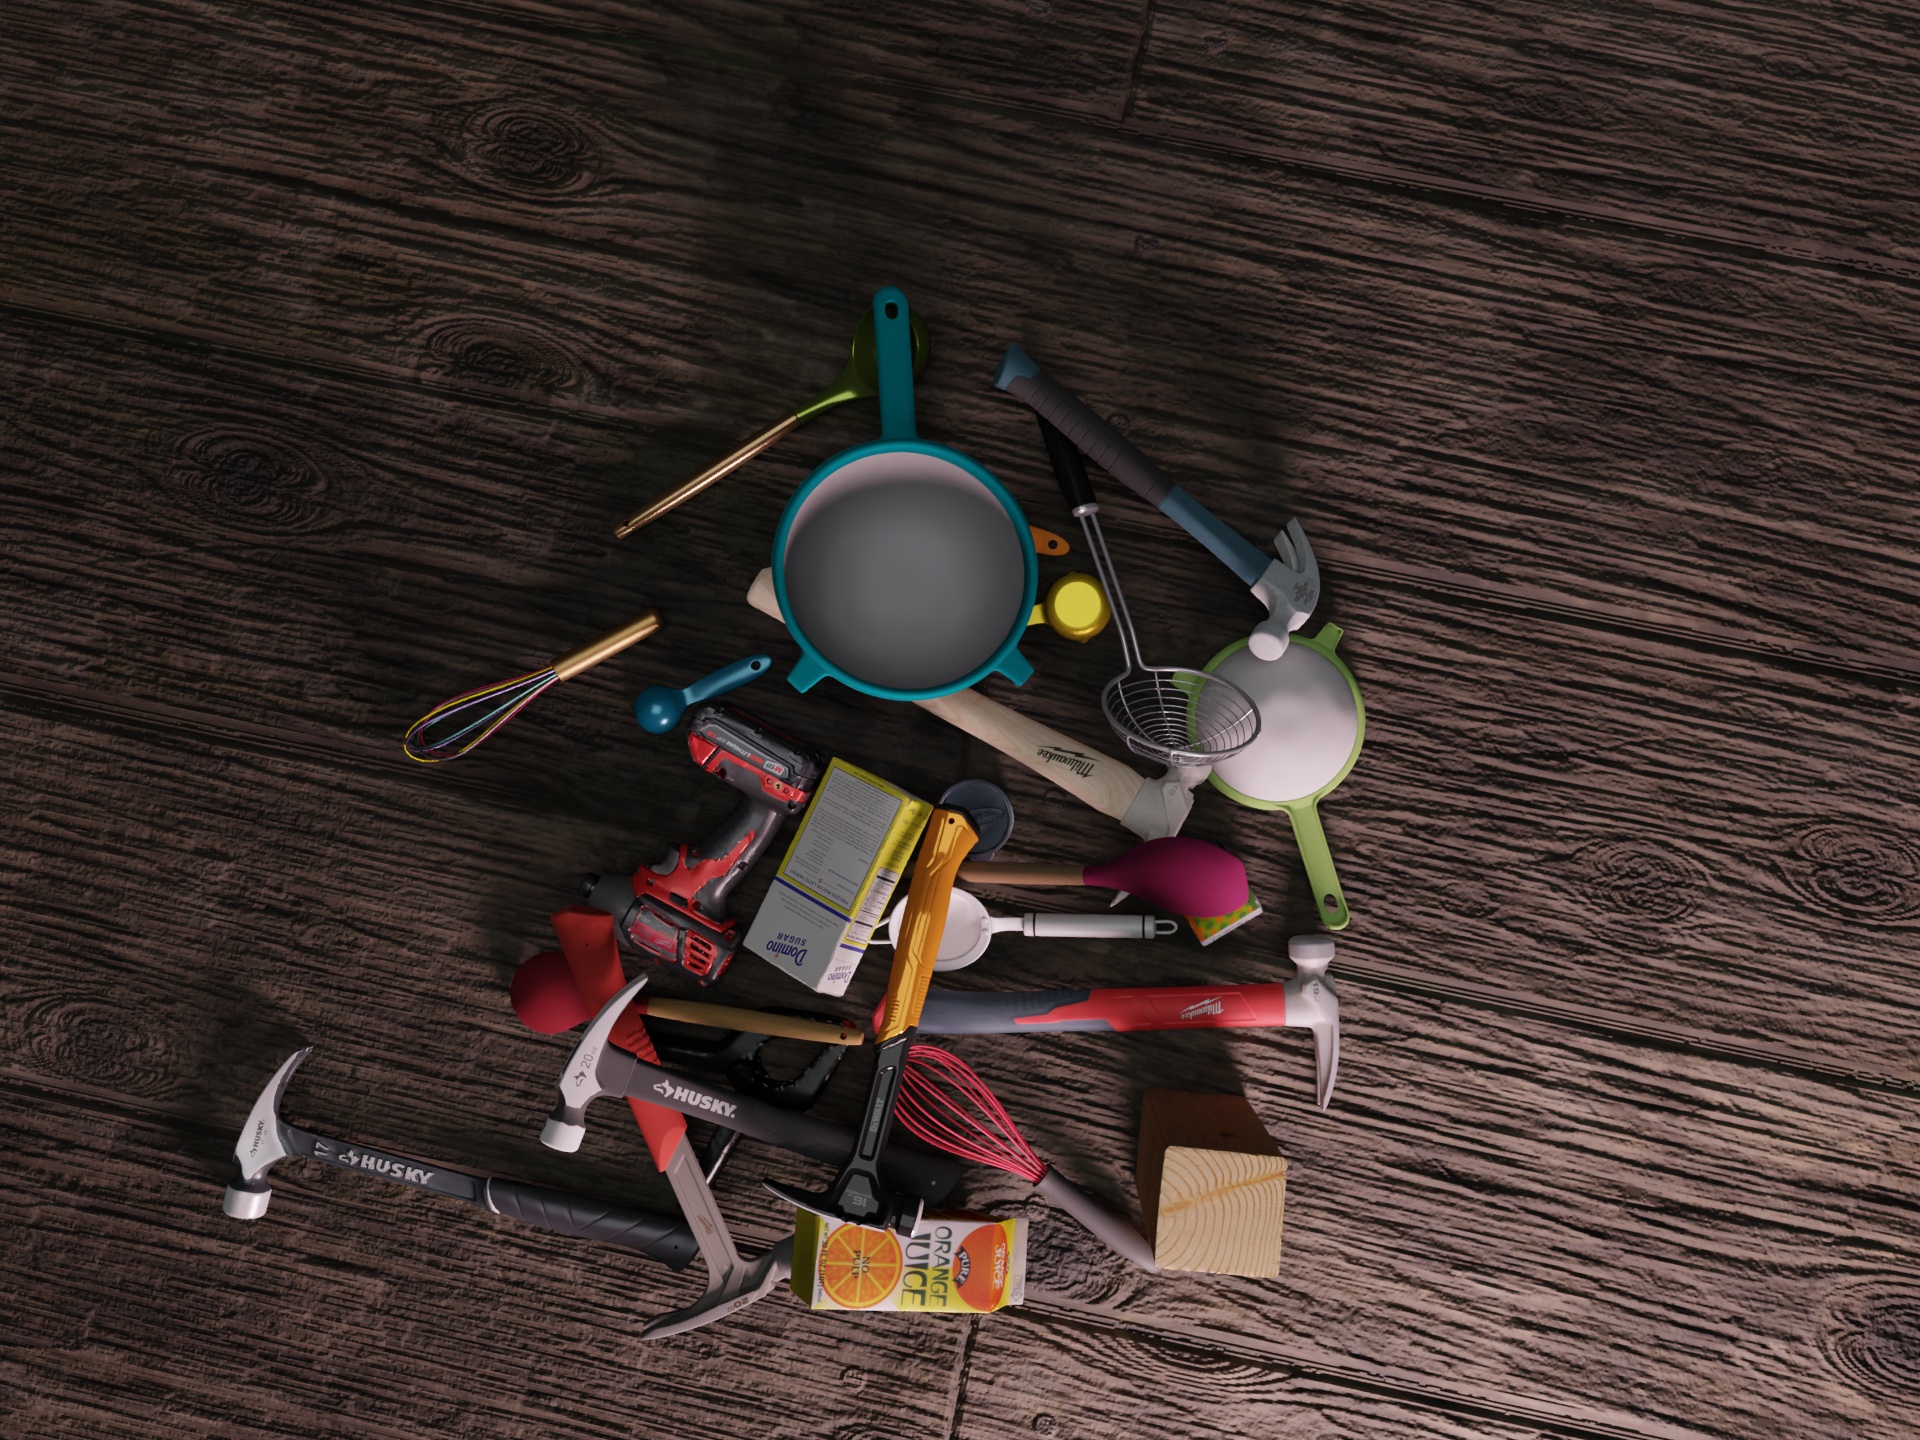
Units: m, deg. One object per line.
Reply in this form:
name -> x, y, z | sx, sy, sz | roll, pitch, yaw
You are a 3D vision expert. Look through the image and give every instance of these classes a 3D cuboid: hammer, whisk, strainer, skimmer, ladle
hammer -> -0.054, 0.227, 1.266 | 0.127, 0.034, 0.337 | 15, 78, 2
whisk -> 0.052, 0.367, 1.323 | 0.296, 0.073, 0.073 | 38, 90, -3
hammer -> -0.413, 0.393, 1.352 | 0.409, 0.036, 0.149 | 14, 88, 2
strainer -> -0.053, -0.177, 1.297 | 0.211, 0.095, 0.340 | -2, 81, -10
hammer -> 0.120, 0.258, 1.332 | 0.386, 0.038, 0.143 | -2, 90, 2
skimmer -> 0.135, -0.128, 1.292 | 0.127, 0.090, 0.363 | -12, 77, -26
hammer -> -0.154, 0.319, 1.285 | 0.334, 0.035, 0.146 | 22, 83, -13
hammer -> -0.002, -0.004, 1.325 | 0.410, 0.038, 0.146 | 30, 71, 6
hammer -> 0.158, -0.193, 1.304 | 0.331, 0.033, 0.128 | 40, 52, 1
strainer -> 0.050, 0.169, 1.322 | 0.258, 0.050, 0.086 | 0, 118, 8
ladle -> -0.234, 0.243, 1.327 | 0.315, 0.031, 0.069 | 6, 82, 10
strainer -> 0.279, 0.050, 1.314 | 0.151, 0.069, 0.256 | -16, 87, 2
ladle -> -0.164, -0.247, 1.347 | 0.320, 0.062, 0.078 | -32, 74, 4
whisk -> -0.364, -0.030, 1.361 | 0.245, 0.051, 0.047 | -28, 109, -3
hammer -> -0.258, 0.321, 1.302 | 0.149, 0.037, 0.359 | -23, 95, -3

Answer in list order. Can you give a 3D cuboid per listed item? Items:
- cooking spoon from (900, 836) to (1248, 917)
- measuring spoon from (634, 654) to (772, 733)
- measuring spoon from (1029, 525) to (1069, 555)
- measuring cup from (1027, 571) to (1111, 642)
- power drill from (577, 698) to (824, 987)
cooking spoon -> 0.077, 0.124, 1.274 | 0.319, 0.017, 0.068 | -1, 112, 31
measuring spoon -> -0.221, -0.027, 1.359 | 0.128, 0.021, 0.042 | -24, 88, 3
measuring spoon -> 0.037, -0.163, 1.358 | 0.117, 0.011, 0.021 | 17, 89, 3
measuring cup -> 0.051, -0.089, 1.346 | 0.156, 0.029, 0.062 | -10, 88, 2
power drill -> -0.218, 0.099, 1.332 | 0.143, 0.078, 0.219 | 28, 93, 2
